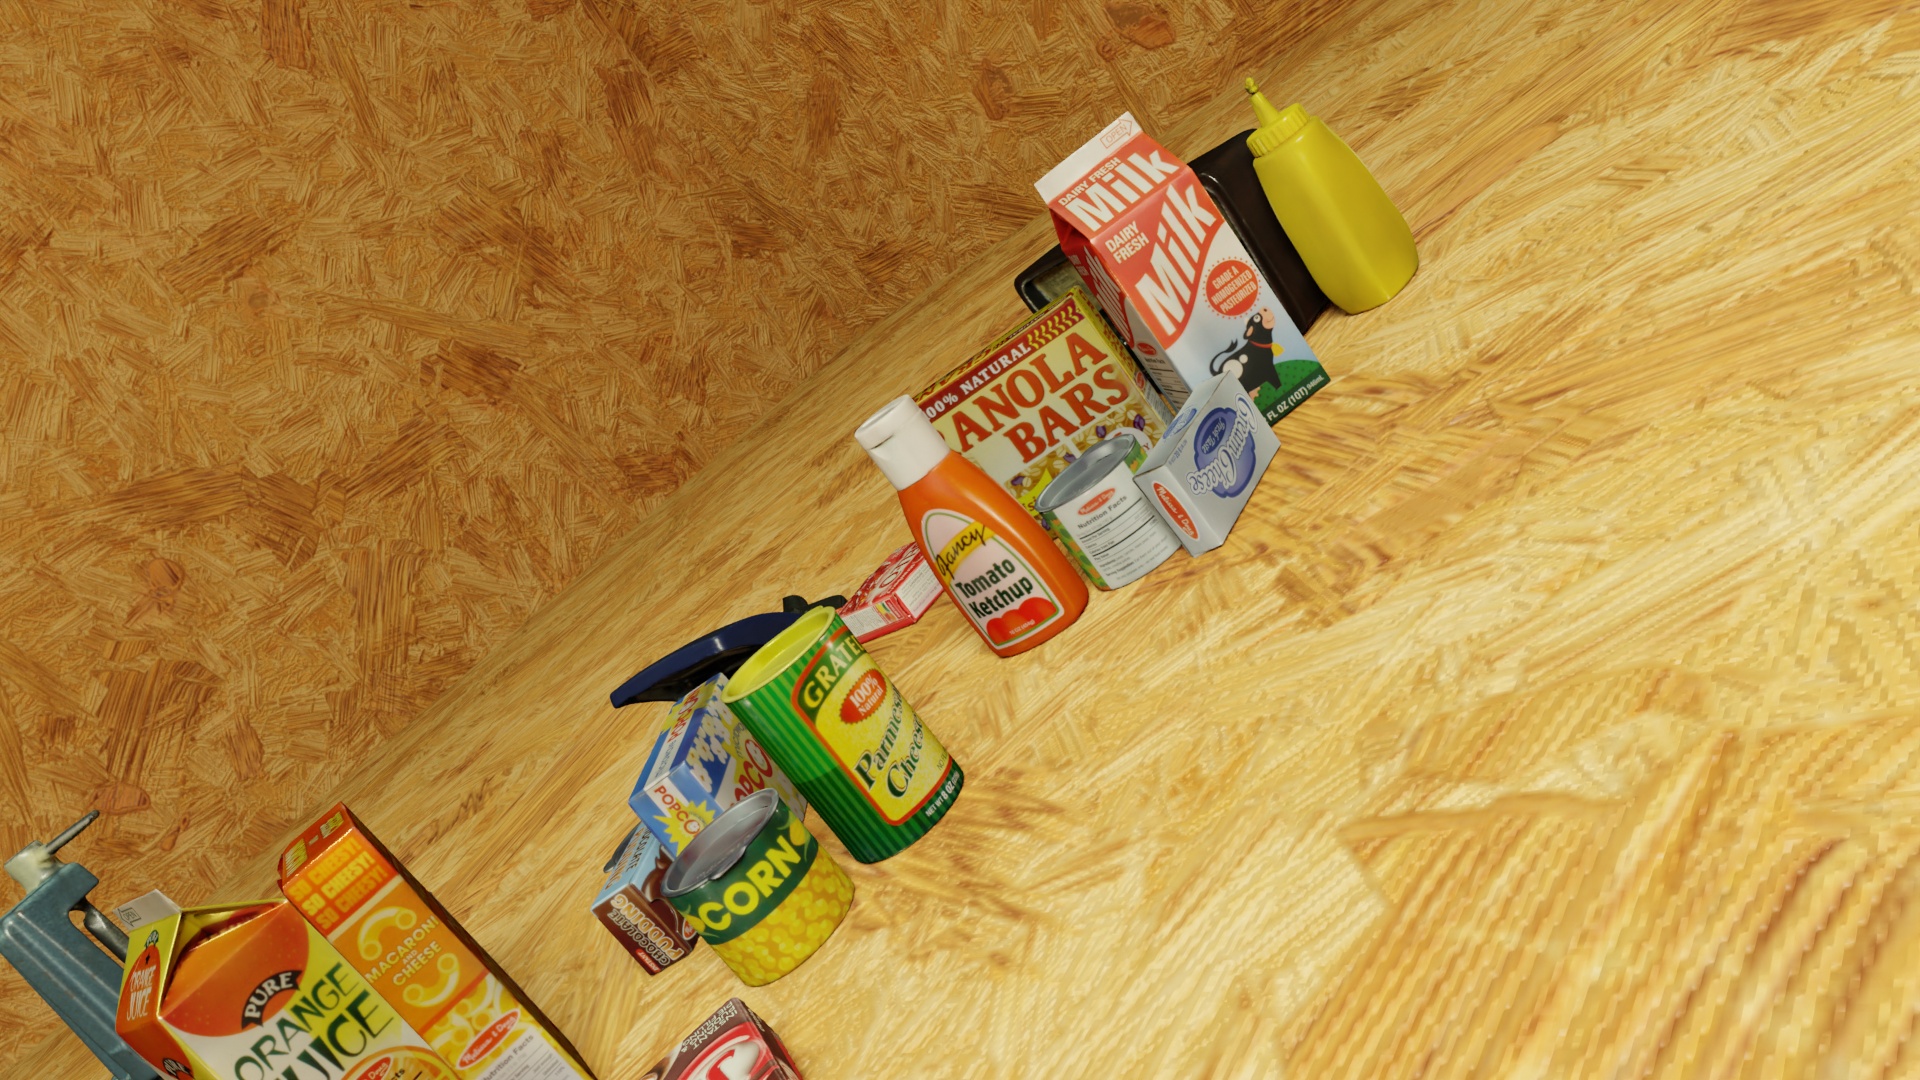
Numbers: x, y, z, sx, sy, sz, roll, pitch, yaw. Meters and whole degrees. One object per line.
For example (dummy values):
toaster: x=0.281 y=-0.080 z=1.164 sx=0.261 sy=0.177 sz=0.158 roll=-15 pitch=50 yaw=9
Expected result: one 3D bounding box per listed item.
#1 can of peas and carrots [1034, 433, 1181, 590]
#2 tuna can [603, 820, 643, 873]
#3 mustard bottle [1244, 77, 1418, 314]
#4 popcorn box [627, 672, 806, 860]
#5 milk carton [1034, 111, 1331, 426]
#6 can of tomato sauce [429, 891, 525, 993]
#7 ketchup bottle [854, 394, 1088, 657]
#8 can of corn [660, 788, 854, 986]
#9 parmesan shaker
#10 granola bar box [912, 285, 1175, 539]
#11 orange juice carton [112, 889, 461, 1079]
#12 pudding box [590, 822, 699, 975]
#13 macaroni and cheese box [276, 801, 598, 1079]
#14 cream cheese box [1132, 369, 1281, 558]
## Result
can of peas and carrots: x=0.083 y=-0.016 z=0.751 sx=0.071 sy=0.058 sz=0.071 roll=-36 pitch=13 yaw=10
tuna can: x=-0.170 y=0.180 z=0.810 sx=0.071 sy=0.033 sz=0.071 roll=-36 pitch=13 yaw=10
mustard bottle: x=0.220 y=-0.218 z=0.858 sx=0.065 sy=0.160 sz=0.048 roll=-46 pitch=15 yaw=-32
popcorn box: x=-0.123 y=0.132 z=0.732 sx=0.038 sy=0.085 sz=0.127 roll=-36 pitch=13 yaw=8
milk carton: x=0.124 y=-0.149 z=0.808 sx=0.072 sy=0.190 sz=0.073 roll=-38 pitch=13 yaw=-2
can of tomato sauce: x=-0.301 y=0.254 z=0.788 sx=0.071 sy=0.083 sz=0.071 roll=-36 pitch=13 yaw=10
ketchup bottle: x=0.003 y=-0.009 z=0.742 sx=0.064 sy=0.148 sz=0.044 roll=-30 pitch=15 yaw=30
can of corn: x=-0.089 y=0.156 z=0.620 sx=0.071 sy=0.058 sz=0.071 roll=-36 pitch=13 yaw=10
parmesan shaker: x=-0.052 y=0.089 z=0.650 sx=0.071 sy=0.103 sz=0.071 roll=-36 pitch=13 yaw=10
granola bar box: x=0.041 y=-0.064 z=0.883 sx=0.165 sy=0.124 sz=0.039 roll=-33 pitch=13 yaw=20
orange juice carton: x=-0.315 y=0.235 z=0.646 sx=0.071 sy=0.192 sz=0.073 roll=-26 pitch=17 yaw=43
pudding box: x=-0.156 y=0.181 z=0.730 sx=0.030 sy=0.049 sz=0.084 roll=-34 pitch=13 yaw=15
macaroni and cheese box: x=-0.237 y=0.197 z=0.630 sx=0.040 sy=0.166 sz=0.123 roll=-43 pitch=14 yaw=-23
cream cheese box: x=0.130 y=-0.042 z=0.726 sx=0.024 sy=0.053 sz=0.104 roll=-26 pitch=17 yaw=42
